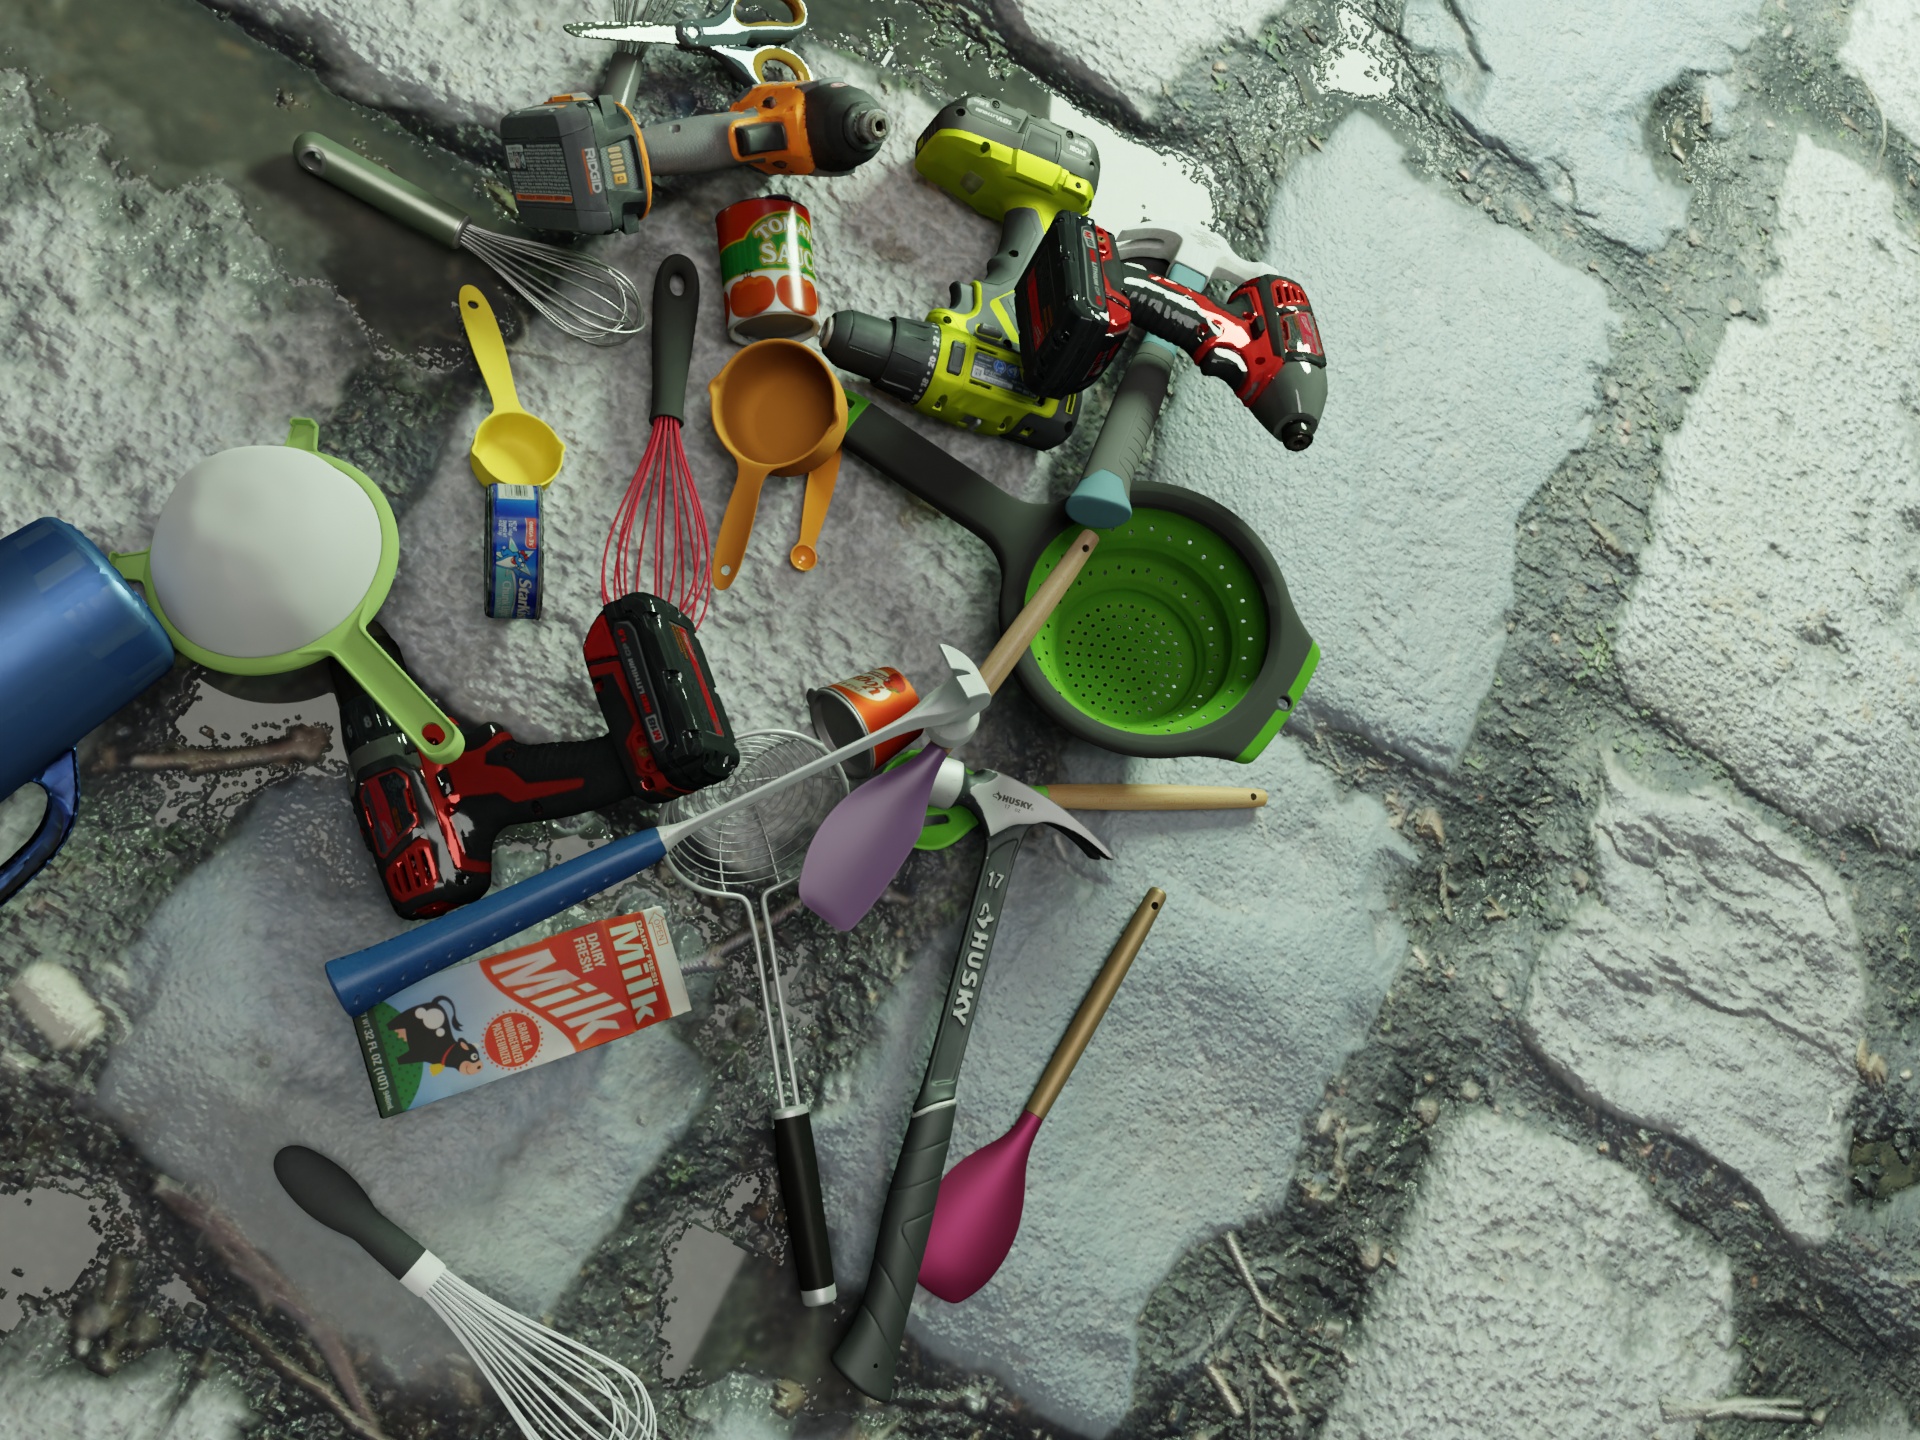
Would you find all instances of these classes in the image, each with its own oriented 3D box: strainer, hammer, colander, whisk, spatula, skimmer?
[{"bbox_3d":[-0.378,-0.072,0.918,0.151,0.069,0.256,-42,73,-15],"label":"strainer"},{"bbox_3d":[0.141,-0.257,1.157,0.128,0.033,0.331,26,53,-4],"label":"hammer"},{"bbox_3d":[-0.008,0.236,1.049,0.149,0.036,0.409,19,79,-21],"label":"hammer"},{"bbox_3d":[0.057,-0.105,1.134,0.397,0.094,0.204,34,72,6],"label":"colander"},{"bbox_3d":[-0.197,-0.182,1.063,0.073,0.073,0.296,7,71,-19],"label":"whisk"},{"bbox_3d":[-0.321,-0.319,1.050,0.246,0.057,0.059,27,38,-11],"label":"whisk"},{"bbox_3d":[-0.234,-0.457,1.104,0.055,0.055,0.239,16,80,-17],"label":"whisk"},{"bbox_3d":[-0.291,0.345,0.935,0.284,0.070,0.070,42,69,-3],"label":"whisk"},{"bbox_3d":[-0.163,0.062,0.914,0.405,0.144,0.035,-25,80,-13],"label":"hammer"},{"bbox_3d":[-0.002,-0.003,1.037,0.059,0.018,0.316,41,75,-16],"label":"spatula"},{"bbox_3d":[-0.111,0.189,1.007,0.127,0.090,0.363,-7,83,-22],"label":"skimmer"}]

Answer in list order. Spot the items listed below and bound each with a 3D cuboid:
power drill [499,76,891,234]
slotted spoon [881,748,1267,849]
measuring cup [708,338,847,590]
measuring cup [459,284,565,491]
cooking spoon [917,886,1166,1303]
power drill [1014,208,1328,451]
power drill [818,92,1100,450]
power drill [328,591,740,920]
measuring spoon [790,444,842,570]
[{"bbox_3d":[-0.163,-0.374,1.034,0.226,0.164,0.084,-22,118,-29],"label":"power drill"},{"bbox_3d":[0.084,0.057,1.139,0.313,0.031,0.070,1,80,-22],"label":"slotted spoon"},{"bbox_3d":[-0.133,-0.170,1.084,0.095,0.052,0.173,17,91,10],"label":"measuring cup"},{"bbox_3d":[-0.307,-0.215,1.047,0.062,0.029,0.157,-10,71,-33],"label":"measuring cup"},{"bbox_3d":[0.063,0.251,1.099,0.068,0.017,0.319,36,71,-11],"label":"cooking spoon"},{"bbox_3d":[0.154,-0.262,1.101,0.219,0.078,0.143,9,56,-21],"label":"power drill"},{"bbox_3d":[0.006,-0.325,1.150,0.190,0.080,0.228,15,78,-20],"label":"power drill"},{"bbox_3d":[-0.267,-0.002,0.958,0.226,0.080,0.188,-22,80,6],"label":"power drill"},{"bbox_3d":[-0.101,-0.158,1.119,0.021,0.011,0.117,18,71,-21],"label":"measuring spoon"}]
